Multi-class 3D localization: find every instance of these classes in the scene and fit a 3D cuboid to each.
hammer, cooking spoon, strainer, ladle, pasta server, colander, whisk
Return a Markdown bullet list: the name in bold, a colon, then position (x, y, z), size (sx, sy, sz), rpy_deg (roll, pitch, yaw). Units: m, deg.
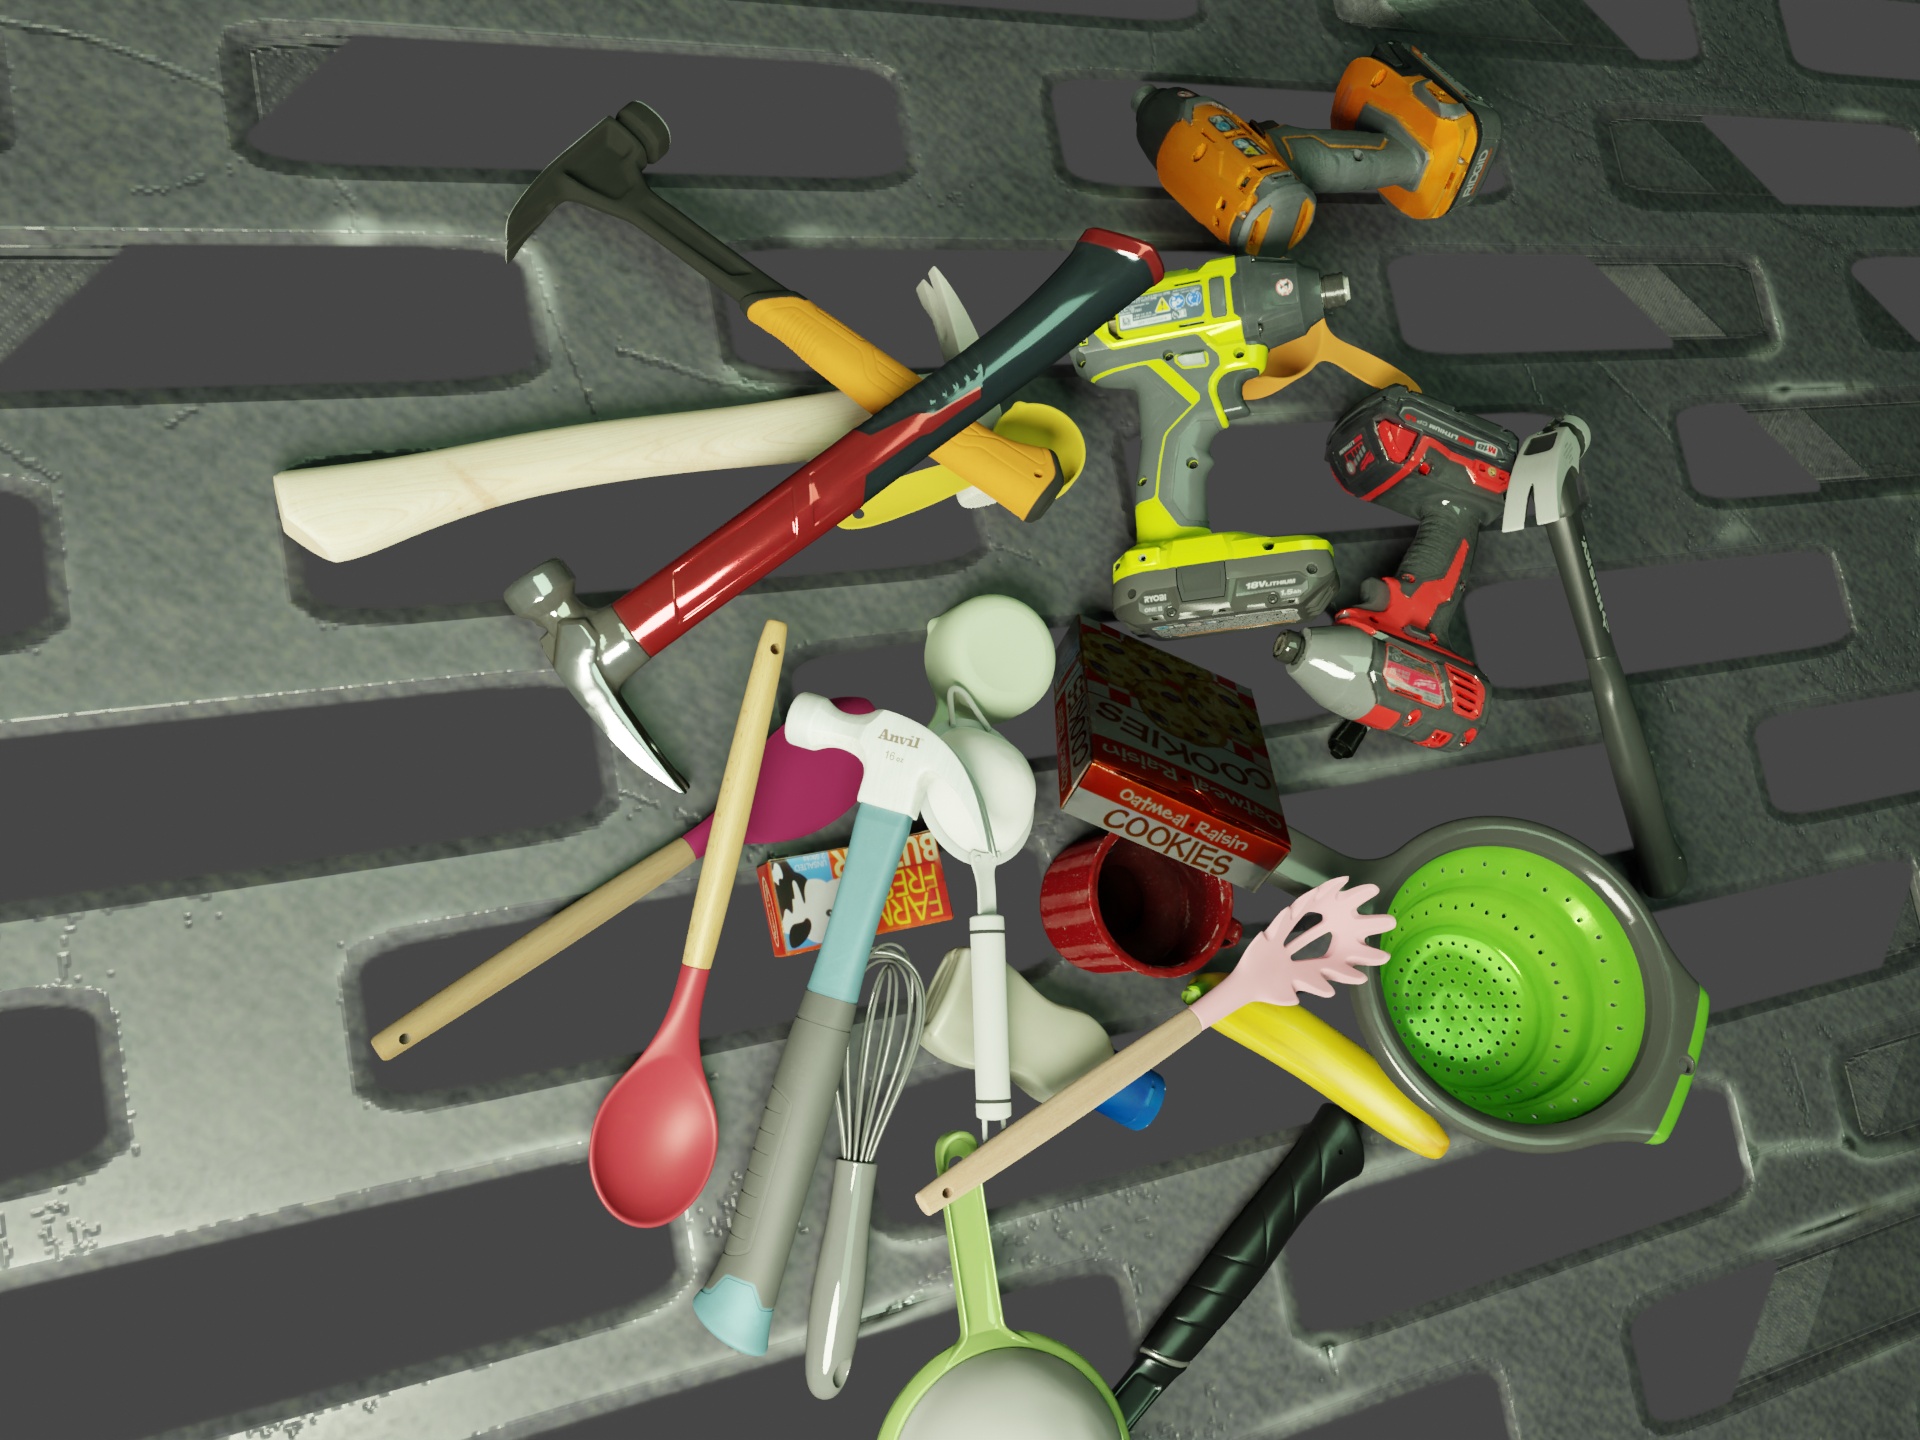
- **hammer**: position (0.099, 0.369, 0.896), size (0.409, 0.036, 0.149), rpy_deg (-42, 96, -25)
- **cooking spoon**: position (-0.167, 0.082, 0.847), size (0.319, 0.017, 0.068), rpy_deg (-34, 118, -25)
- **strainer**: position (0.017, 0.104, 0.870), size (0.086, 0.050, 0.258), rpy_deg (7, 77, -39)
- **hammer**: position (-0.072, 0.156, 0.826), size (0.128, 0.033, 0.331), rpy_deg (14, 81, 14)
- **hammer**: position (0.435, -0.030, 1.074), size (0.146, 0.035, 0.334), rpy_deg (-41, 114, -51)
- **hammer**: position (-0.089, -0.214, 0.892), size (0.337, 0.034, 0.127), rpy_deg (35, 61, 1)
- **ladle**: position (-0.131, 0.101, 0.822), size (0.069, 0.031, 0.315), rpy_deg (15, 87, -30)
- **pasta server**: position (0.110, 0.178, 0.869), size (0.316, 0.040, 0.060), rpy_deg (-28, 91, -23)
- **hammer**: position (-0.167, -0.163, 0.892), size (0.410, 0.038, 0.146), rpy_deg (-14, 83, -25)
- **colander**: position (0.256, 0.131, 0.994), size (0.397, 0.094, 0.204), rpy_deg (28, 67, 3)
- **strainer**: position (0.026, 0.341, 0.814), size (0.151, 0.069, 0.256), rpy_deg (-5, 80, -24)
- **hammer**: position (-0.045, -0.123, 0.851), size (0.386, 0.038, 0.143), rpy_deg (-36, 98, -1)
- **whisk**: position (-0.056, 0.237, 0.850), size (0.055, 0.055, 0.239), rpy_deg (12, 79, -21)

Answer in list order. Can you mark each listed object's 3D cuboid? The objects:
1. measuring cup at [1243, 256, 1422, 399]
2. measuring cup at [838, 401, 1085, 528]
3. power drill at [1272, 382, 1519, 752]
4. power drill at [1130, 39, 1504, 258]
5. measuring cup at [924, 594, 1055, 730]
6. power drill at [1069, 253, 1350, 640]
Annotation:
- **measuring cup**: position (0.228, -0.244, 1.071), size (0.173, 0.052, 0.095), rpy_deg (20, 72, -20)
- **measuring cup**: position (-0.002, -0.137, 0.924), size (0.156, 0.029, 0.062), rpy_deg (-21, 80, -13)
- **power drill**: position (0.283, -0.099, 1.039), size (0.143, 0.078, 0.220), rpy_deg (18, 70, -12)
- **power drill**: position (0.232, -0.393, 1.074), size (0.226, 0.084, 0.164), rpy_deg (-20, 57, -24)
- **measuring cup**: position (-0.001, -0.003, 0.926), size (0.083, 0.038, 0.168), rpy_deg (37, 65, -12)
- **power drill**: position (0.160, -0.170, 0.975), size (0.171, 0.080, 0.223), rpy_deg (-7, 83, 17)
